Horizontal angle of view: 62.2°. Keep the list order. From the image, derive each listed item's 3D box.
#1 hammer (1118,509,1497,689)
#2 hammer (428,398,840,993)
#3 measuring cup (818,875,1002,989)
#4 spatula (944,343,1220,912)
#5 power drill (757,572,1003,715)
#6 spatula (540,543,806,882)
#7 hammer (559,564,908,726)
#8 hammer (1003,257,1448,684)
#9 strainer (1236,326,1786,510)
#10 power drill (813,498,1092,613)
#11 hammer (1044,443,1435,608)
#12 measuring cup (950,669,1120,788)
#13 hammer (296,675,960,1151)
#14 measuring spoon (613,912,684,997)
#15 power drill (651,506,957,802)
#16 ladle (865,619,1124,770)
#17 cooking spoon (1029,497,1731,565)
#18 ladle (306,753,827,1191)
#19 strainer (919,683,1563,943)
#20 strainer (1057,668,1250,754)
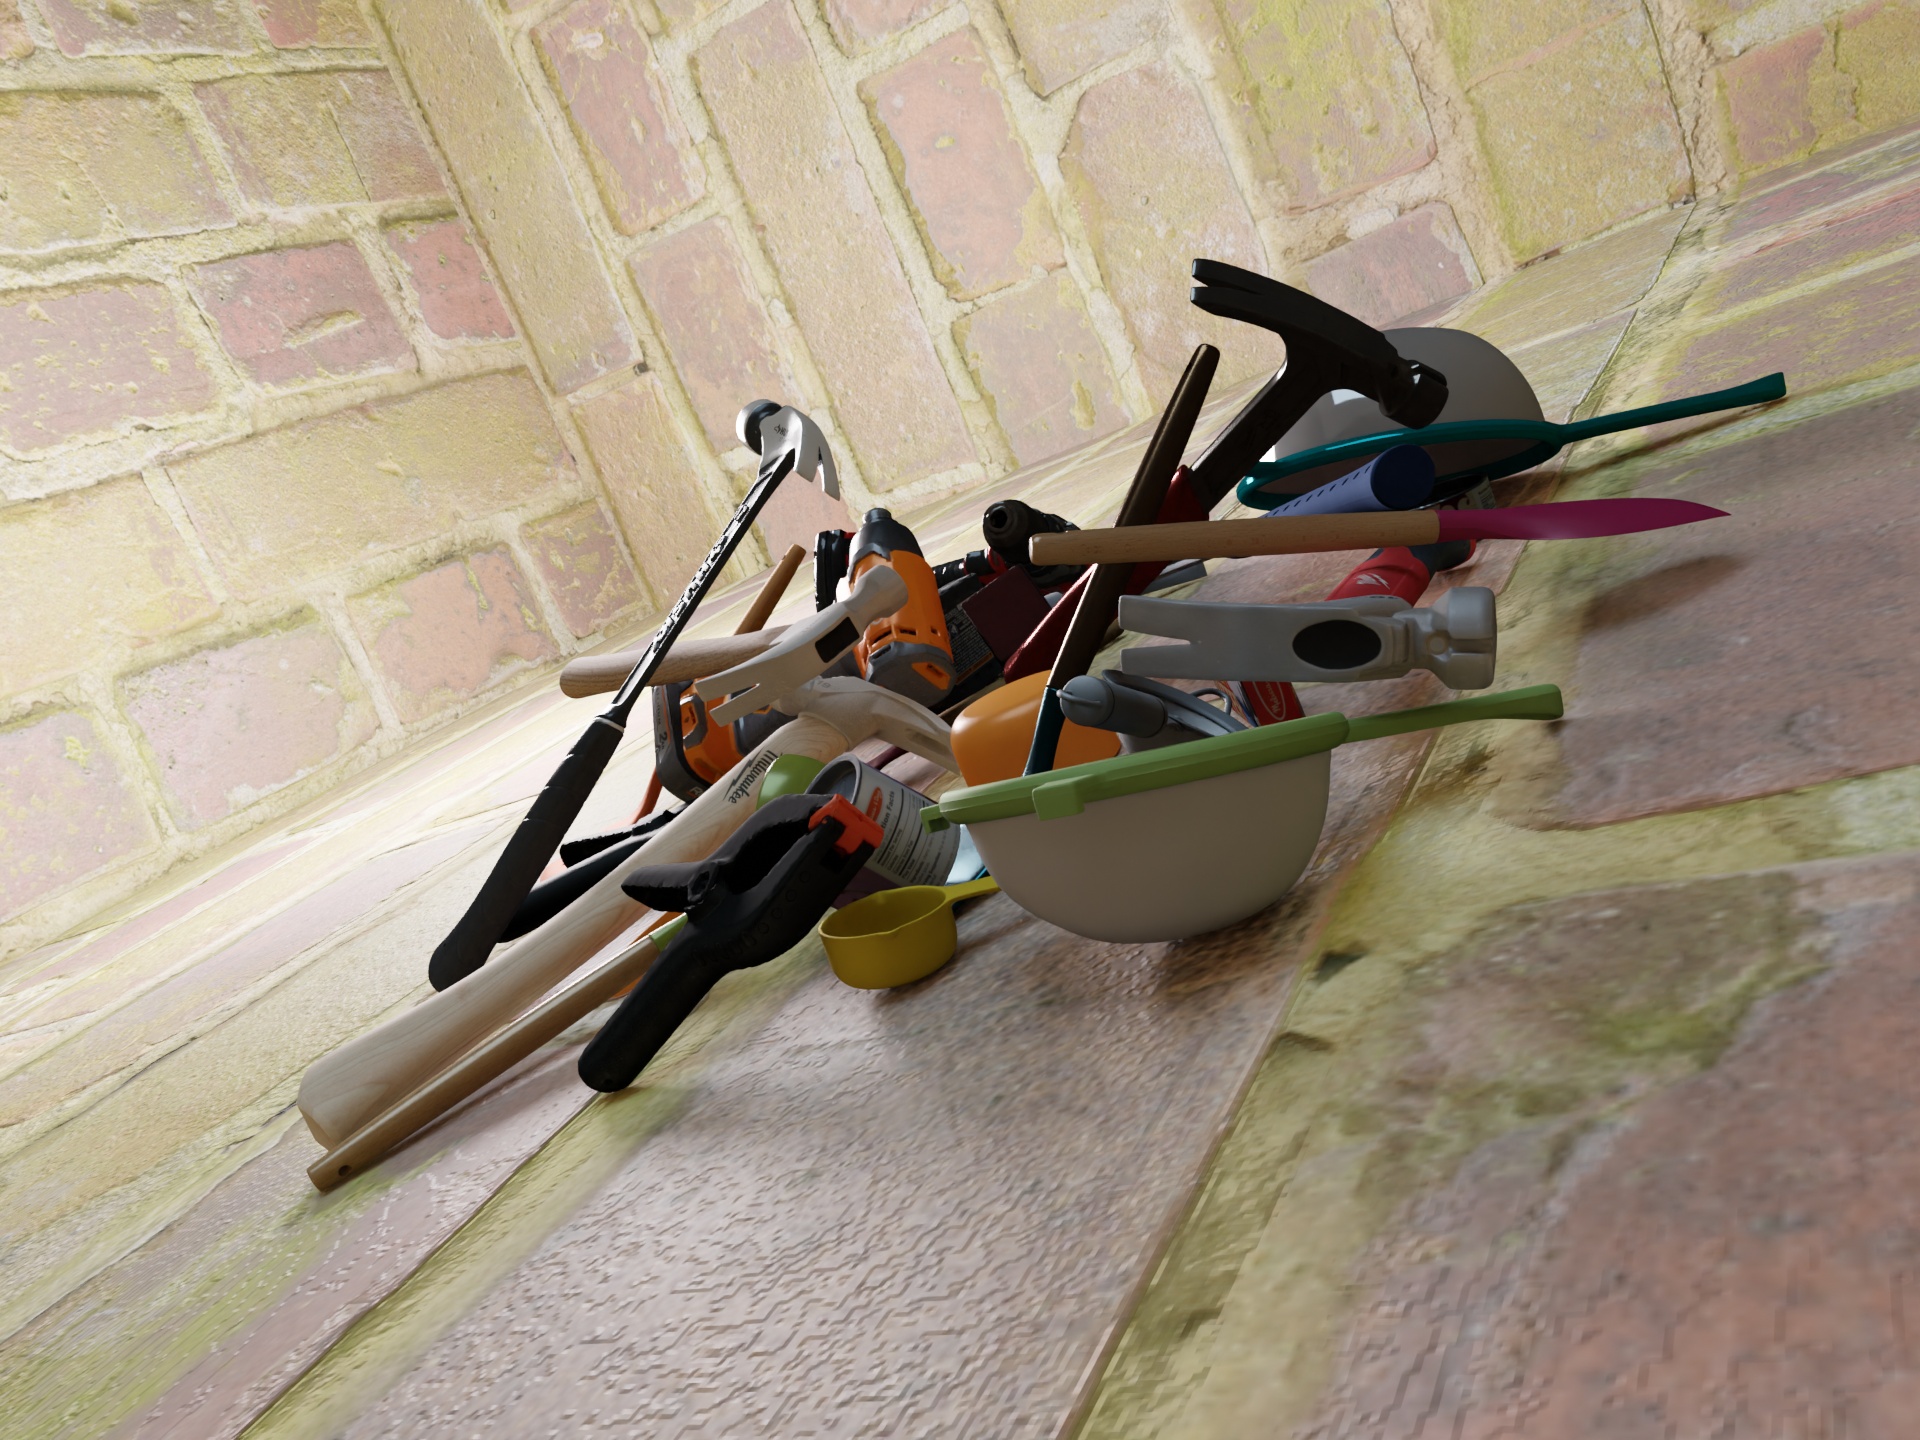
[{"bbox_3d":[0.192,-0.068,0.771,0.143,0.038,0.386,2,12,21],"label":"hammer"},{"bbox_3d":[-0.199,-0.009,0.952,0.409,0.036,0.149,-57,29,3],"label":"hammer"},{"bbox_3d":[0.019,0.081,0.673,0.156,0.029,0.062,-13,11,-5],"label":"measuring cup"},{"bbox_3d":[0.050,-0.041,0.762,0.317,0.044,0.082,-66,21,-4],"label":"spatula"},{"bbox_3d":[-0.073,-0.038,1.249,0.228,0.080,0.190,-19,13,39],"label":"power drill"},{"bbox_3d":[-0.215,-0.003,1.214,0.322,0.041,0.081,-59,18,-7],"label":"spatula"},{"bbox_3d":[-0.179,-0.039,1.054,0.331,0.031,0.130,-5,30,49],"label":"hammer"},{"bbox_3d":[0.108,-0.113,0.921,0.359,0.149,0.037,-47,28,52],"label":"hammer"},{"bbox_3d":[0.344,-0.216,1.036,0.340,0.095,0.211,-9,-4,20],"label":"strainer"},{"bbox_3d":[-0.008,-0.127,1.303,0.227,0.080,0.187,-7,-11,22],"label":"power drill"},{"bbox_3d":[0.179,-0.116,1.045,0.144,0.035,0.405,-24,3,-19],"label":"hammer"},{"bbox_3d":[0.004,0.025,0.858,0.173,0.052,0.095,-27,12,-22],"label":"measuring cup"},{"bbox_3d":[-0.174,0.095,0.882,0.146,0.038,0.411,23,46,33],"label":"hammer"},{"bbox_3d":[-0.147,0.105,0.844,0.117,0.021,0.011,-43,19,-25],"label":"measuring spoon"},{"bbox_3d":[-0.111,-0.046,1.119,0.226,0.084,0.164,-30,50,22],"label":"power drill"},{"bbox_3d":[-0.002,-0.003,1.070,0.315,0.031,0.069,-29,9,-32],"label":"ladle"},{"bbox_3d":[0.190,-0.087,0.720,0.319,0.017,0.069,-4,11,-4],"label":"cooking spoon"},{"bbox_3d":[-0.180,0.122,0.794,0.320,0.078,0.062,-34,41,-22],"label":"ladle"},{"bbox_3d":[0.121,0.035,0.593,0.256,0.069,0.151,-9,-3,-18],"label":"strainer"},{"bbox_3d":[0.080,0.000,0.692,0.050,0.087,0.258,-64,-19,6],"label":"strainer"}]
